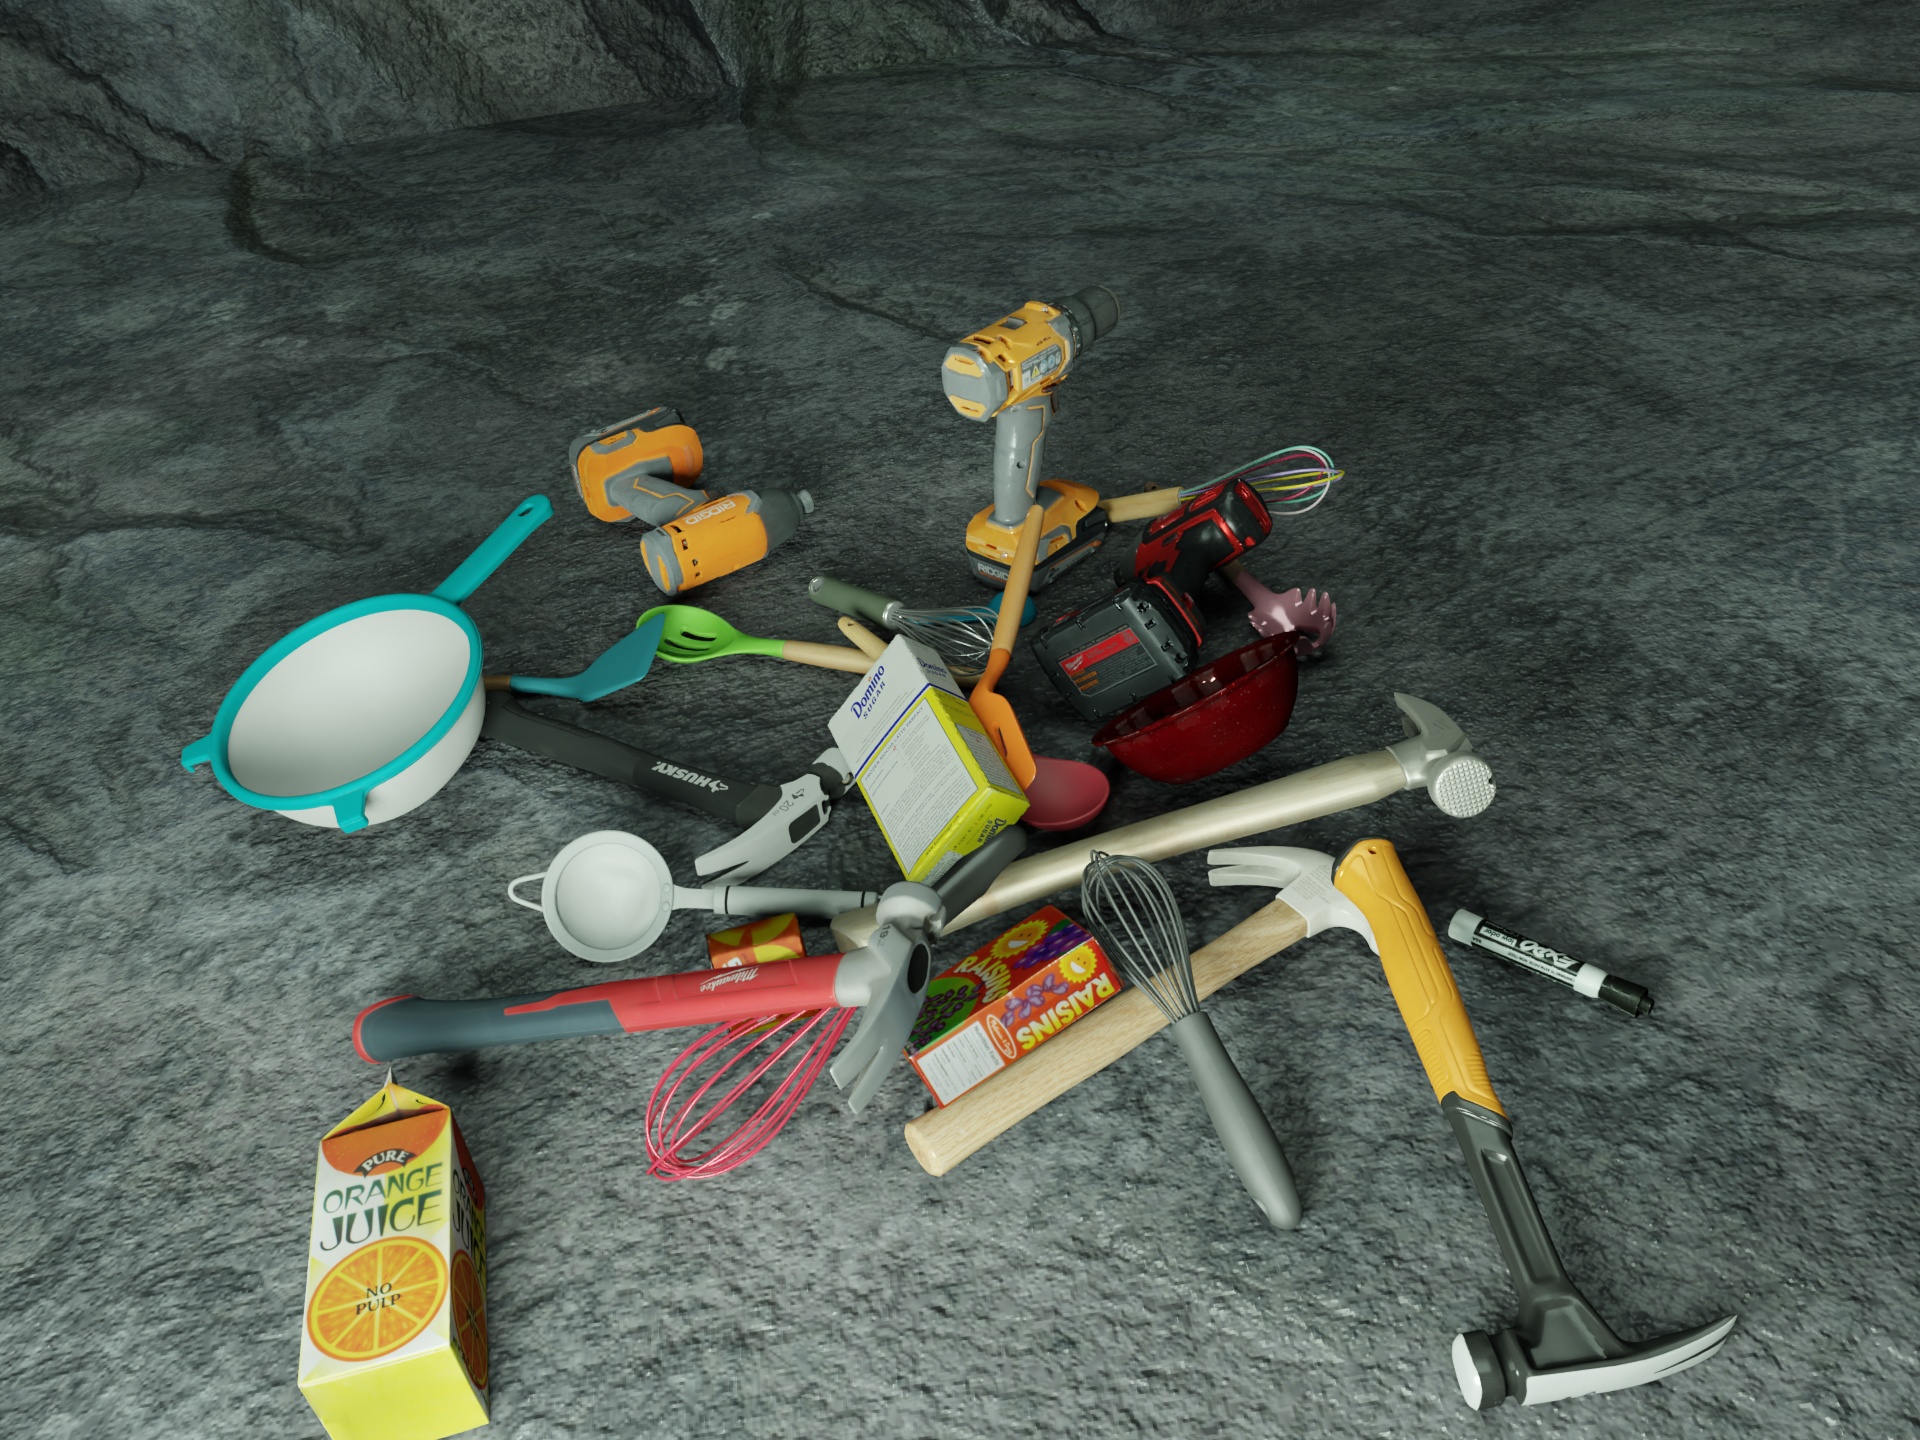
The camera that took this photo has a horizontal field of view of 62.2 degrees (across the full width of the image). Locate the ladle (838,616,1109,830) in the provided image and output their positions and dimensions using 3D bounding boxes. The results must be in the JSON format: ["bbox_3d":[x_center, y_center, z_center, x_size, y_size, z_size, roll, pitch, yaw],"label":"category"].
[{"bbox_3d":[-0.002,-0.004,1.179,0.069,0.031,0.316,-31,46,-22],"label":"ladle"}]

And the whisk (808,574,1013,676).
[{"bbox_3d":[-0.047,-0.083,1.285,0.246,0.059,0.058,22,83,46],"label":"whisk"}]

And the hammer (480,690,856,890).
[{"bbox_3d":[-0.251,0.036,1.185,0.335,0.035,0.146,16,42,29],"label":"hammer"}]

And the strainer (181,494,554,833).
[{"bbox_3d":[-0.413,-0.037,1.233,0.211,0.095,0.340,15,53,28],"label":"strainer"}]

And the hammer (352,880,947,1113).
[{"bbox_3d":[-0.199,0.173,0.899,0.386,0.038,0.143,-11,30,24],"label":"hammer"}]

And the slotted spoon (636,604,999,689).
[{"bbox_3d":[-0.118,-0.052,1.285,0.314,0.031,0.070,9,40,19],"label":"slotted spoon"}]

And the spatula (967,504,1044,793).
[{"bbox_3d":[0.040,-0.057,1.167,0.041,0.081,0.323,34,40,-17],"label":"spatula"}]

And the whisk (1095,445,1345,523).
[{"bbox_3d":[0.207,-0.192,1.351,0.245,0.051,0.047,-5,45,34],"label":"whisk"}]

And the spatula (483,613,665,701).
[{"bbox_3d":[-0.394,-0.038,1.302,0.317,0.044,0.082,-3,43,8],"label":"spatula"}]

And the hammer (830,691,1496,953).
[{"bbox_3d":[0.116,0.074,1.009,0.410,0.038,0.146,-18,17,5],"label":"hammer"}]

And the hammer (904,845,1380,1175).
[{"bbox_3d":[0.111,0.168,0.943,0.331,0.031,0.130,-27,41,-23],"label":"hammer"}]

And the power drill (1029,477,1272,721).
[{"bbox_3d":[0.147,-0.099,1.228,0.143,0.078,0.220,-26,17,41],"label":"power drill"}]

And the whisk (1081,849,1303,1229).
[{"bbox_3d":[0.127,0.170,0.883,0.055,0.055,0.239,-18,58,-13],"label":"whisk"}]

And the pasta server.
[{"bbox_3d":[0.221,-0.135,1.322,0.060,0.040,0.317,-29,38,-2],"label":"pasta server"}]

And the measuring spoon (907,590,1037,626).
[{"bbox_3d":[-0.001,-0.094,1.320,0.128,0.021,0.042,-2,37,6],"label":"measuring spoon"}]

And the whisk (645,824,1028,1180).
[{"bbox_3d":[-0.068,0.158,0.925,0.296,0.073,0.073,-41,46,-20],"label":"whisk"}]

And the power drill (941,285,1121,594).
[{"bbox_3d":[0.072,-0.242,1.333,0.084,0.226,0.185,24,47,36],"label":"power drill"}]

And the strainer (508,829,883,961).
[{"bbox_3d":[-0.165,0.120,1.052,0.258,0.050,0.087,2,80,3],"label":"strainer"}]

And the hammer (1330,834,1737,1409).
[{"bbox_3d":[0.275,0.190,0.849,0.127,0.034,0.337,-10,43,-1],"label":"hammer"}]

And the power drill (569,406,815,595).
[{"bbox_3d":[-0.249,-0.209,1.477,0.164,0.084,0.227,-27,45,-24],"label":"power drill"}]
